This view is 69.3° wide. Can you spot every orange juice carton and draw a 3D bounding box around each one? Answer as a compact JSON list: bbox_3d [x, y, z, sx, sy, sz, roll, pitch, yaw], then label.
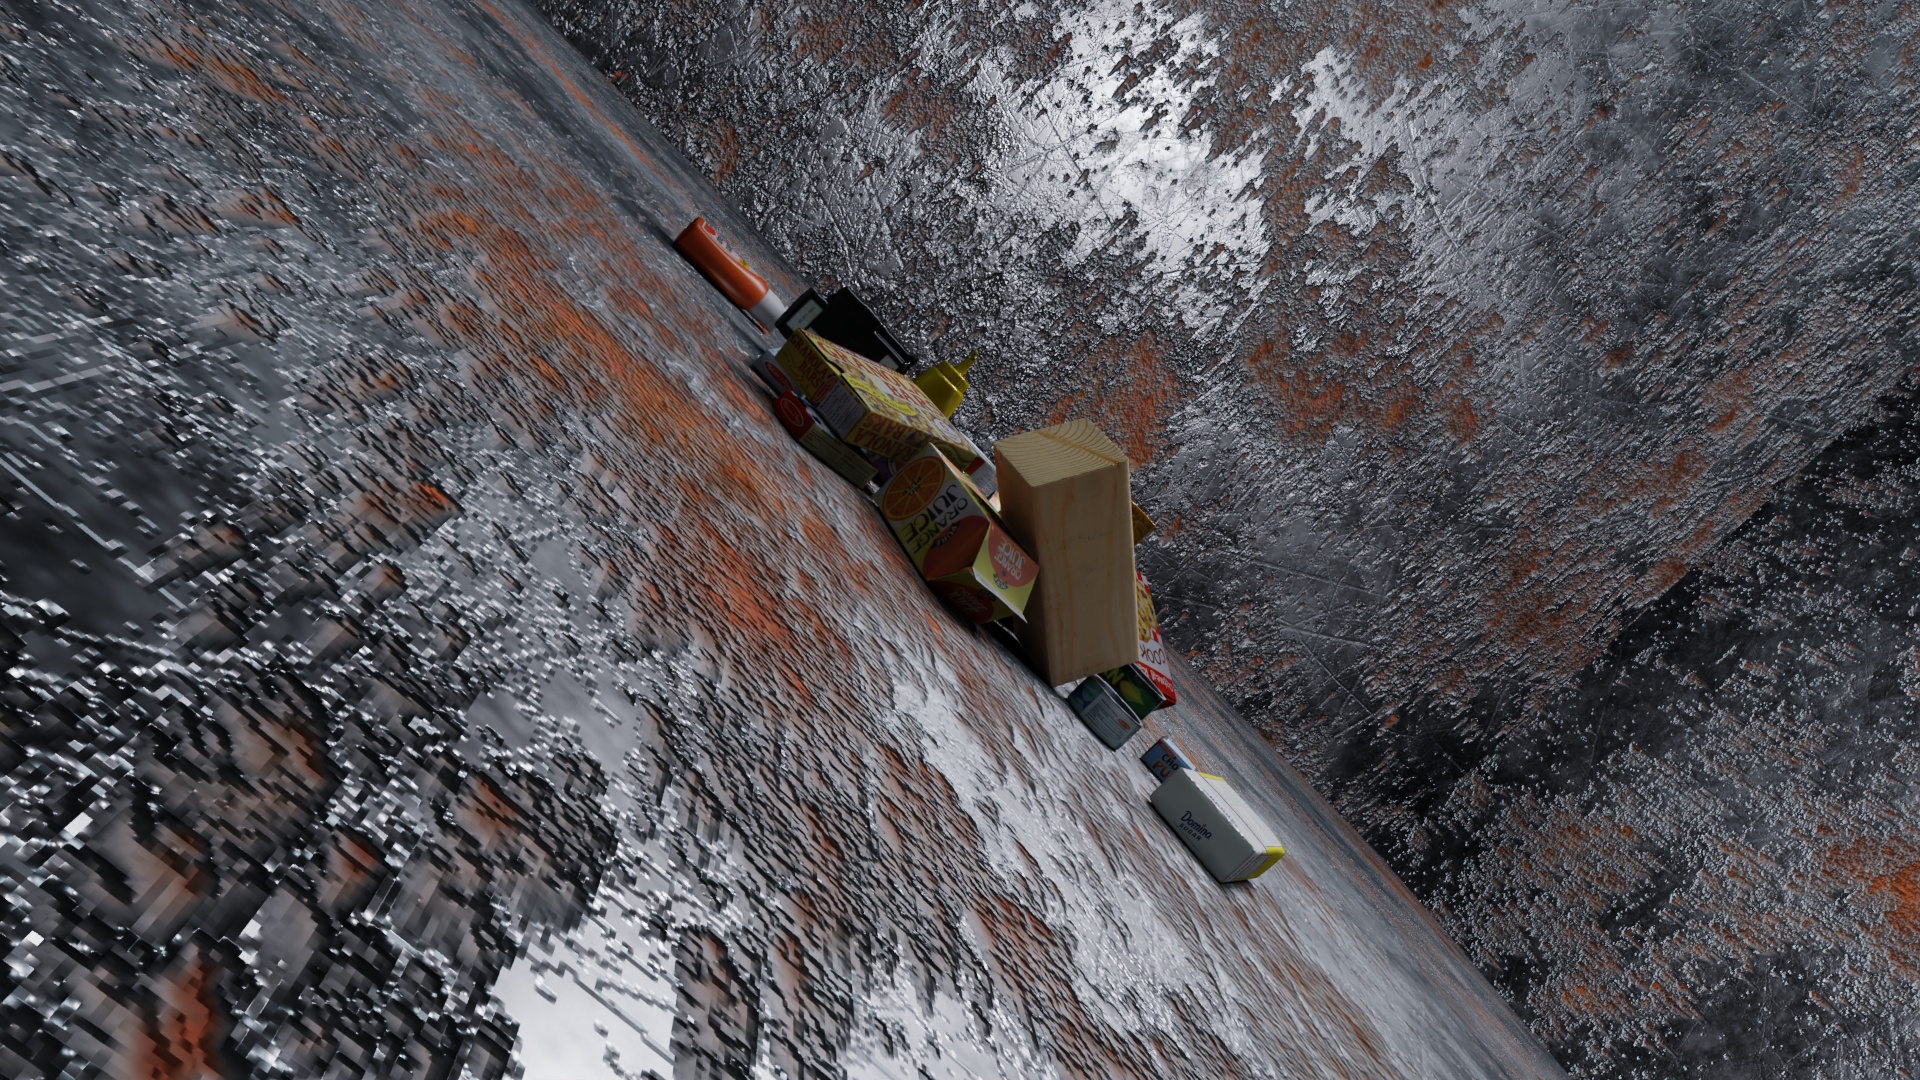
[{"bbox_3d":[0.000,0.002,1.165,0.071,0.073,0.193,44,6,-36],"label":"orange juice carton"}]

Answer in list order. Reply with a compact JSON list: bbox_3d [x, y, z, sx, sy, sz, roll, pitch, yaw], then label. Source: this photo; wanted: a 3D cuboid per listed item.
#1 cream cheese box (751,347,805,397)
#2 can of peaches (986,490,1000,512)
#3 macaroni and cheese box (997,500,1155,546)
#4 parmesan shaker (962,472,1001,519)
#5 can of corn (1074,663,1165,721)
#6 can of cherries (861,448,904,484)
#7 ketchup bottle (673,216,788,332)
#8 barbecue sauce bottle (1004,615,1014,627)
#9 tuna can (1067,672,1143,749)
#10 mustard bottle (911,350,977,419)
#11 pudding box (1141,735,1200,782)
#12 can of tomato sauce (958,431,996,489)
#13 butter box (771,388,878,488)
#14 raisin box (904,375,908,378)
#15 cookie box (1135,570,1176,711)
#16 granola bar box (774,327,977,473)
[{"bbox_3d":[-0.167,-0.157,1.326,0.053,0.024,0.104,46,6,-7],"label":"cream cheese box"},{"bbox_3d":[0.037,-0.014,1.578,0.058,0.071,0.071,46,5,-3],"label":"can of peaches"},{"bbox_3d":[0.101,-0.002,1.449,0.123,0.166,0.040,44,5,-19],"label":"macaroni and cheese box"},{"bbox_3d":[0.005,-0.017,1.355,0.071,0.071,0.103,42,7,-36],"label":"parmesan shaker"},{"bbox_3d":[0.148,0.144,1.310,0.071,0.058,0.071,45,6,-5],"label":"can of corn"},{"bbox_3d":[-0.059,-0.084,1.372,0.058,0.071,0.072,45,5,-22],"label":"can of cherries"},{"bbox_3d":[-0.258,-0.300,1.580,0.148,0.043,0.065,44,5,-20],"label":"ketchup bottle"},{"bbox_3d":[0.051,0.054,1.312,0.148,0.043,0.065,41,4,-42],"label":"barbecue sauce bottle"},{"bbox_3d":[0.128,0.152,1.239,0.071,0.033,0.071,45,6,-5],"label":"tuna can"},{"bbox_3d":[-0.038,-0.140,1.452,0.065,0.160,0.049,46,4,-11],"label":"mustard bottle"},{"bbox_3d":[0.213,0.228,1.332,0.084,0.030,0.049,47,4,11],"label":"pudding box"},{"bbox_3d":[-0.010,-0.075,1.580,0.071,0.083,0.071,46,5,-5],"label":"can of tomato sauce"},{"bbox_3d":[-0.116,-0.087,1.195,0.053,0.024,0.103,51,8,37],"label":"butter box"},{"bbox_3d":[-0.110,-0.171,1.519,0.123,0.086,0.040,45,2,-21],"label":"raisin box"},{"bbox_3d":[0.187,0.102,1.589,0.123,0.040,0.168,30,42,-49],"label":"cookie box"},{"bbox_3d":[-0.073,-0.121,1.250,0.165,0.039,0.124,18,26,-54],"label":"granola bar box"}]
